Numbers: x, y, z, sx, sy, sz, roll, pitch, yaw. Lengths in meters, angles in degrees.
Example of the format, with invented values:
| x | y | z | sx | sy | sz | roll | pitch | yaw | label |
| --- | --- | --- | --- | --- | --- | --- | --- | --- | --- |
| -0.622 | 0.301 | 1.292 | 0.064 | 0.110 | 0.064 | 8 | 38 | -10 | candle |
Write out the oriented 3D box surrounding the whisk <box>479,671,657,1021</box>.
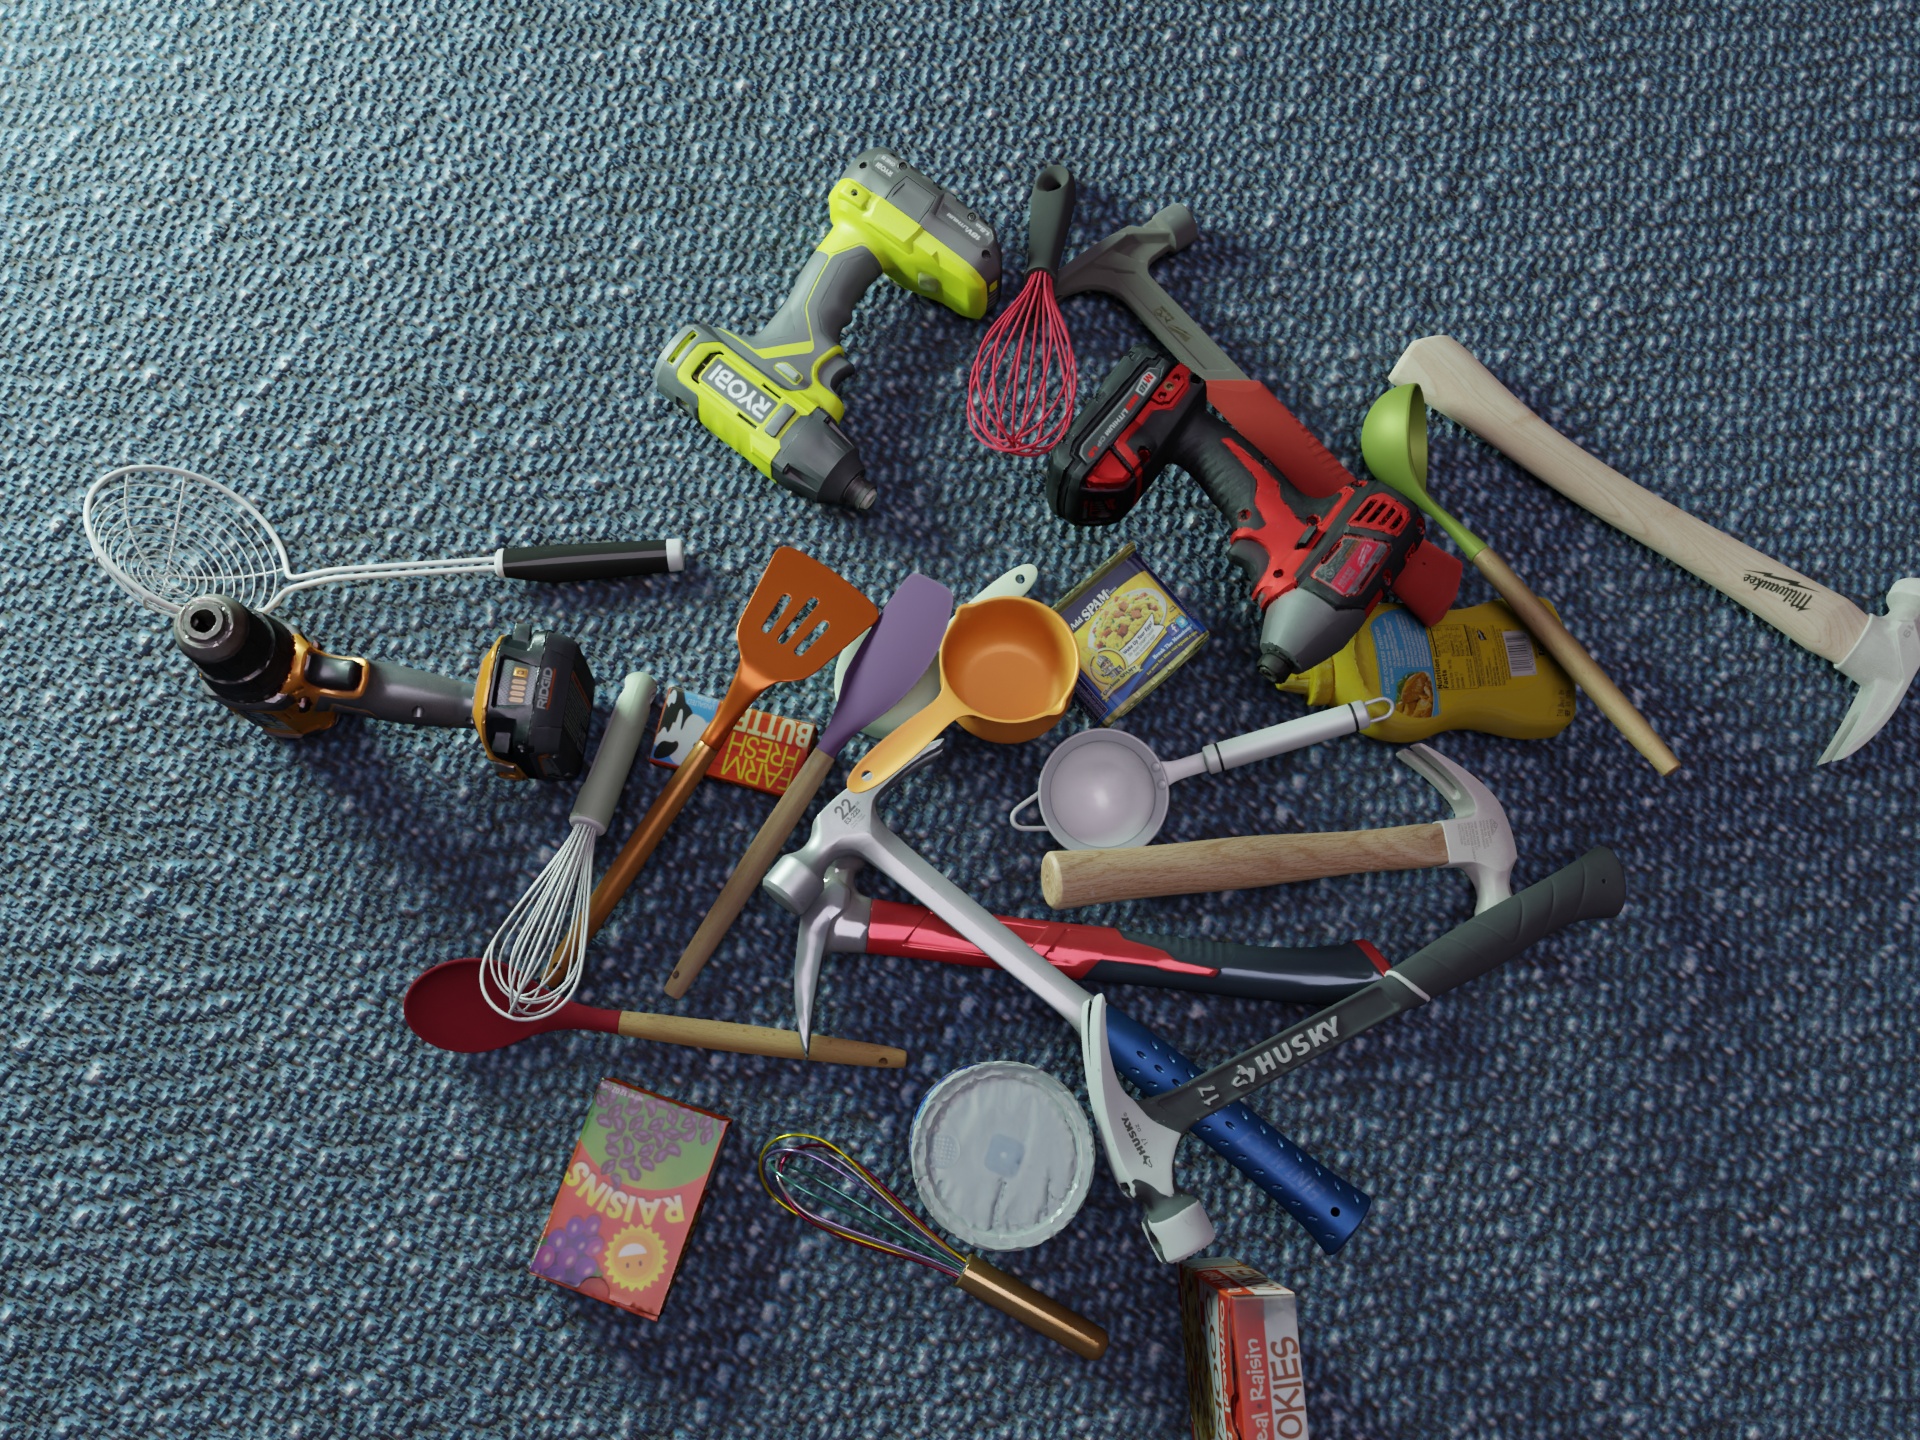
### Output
| x | y | z | sx | sy | sz | roll | pitch | yaw | label |
| --- | --- | --- | --- | --- | --- | --- | --- | --- | --- |
| -0.239 | 0.073 | 1.005 | 0.059 | 0.057 | 0.246 | 16 | 61 | -3 | whisk |

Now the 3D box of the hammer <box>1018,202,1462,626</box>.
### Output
| x | y | z | sx | sy | sz | roll | pitch | yaw | label |
| --- | --- | --- | --- | --- | --- | --- | --- | --- | --- |
| 0.201 | -0.199 | 1.087 | 0.149 | 0.036 | 0.359 | -36 | 73 | -10 | hammer |

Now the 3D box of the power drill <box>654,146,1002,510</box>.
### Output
| x | y | z | sx | sy | sz | roll | pitch | yaw | label |
| --- | --- | --- | --- | --- | --- | --- | --- | --- | --- |
| -0.077 | -0.264 | 1.096 | 0.171 | 0.080 | 0.223 | 38 | 82 | 6 | power drill |

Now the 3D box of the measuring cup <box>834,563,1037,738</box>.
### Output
| x | y | z | sx | sy | sz | roll | pitch | yaw | label |
| --- | --- | --- | --- | --- | --- | --- | --- | --- | --- |
| -0.012 | -0.056 | 1.069 | 0.167 | 0.038 | 0.083 | -39 | 82 | -8 | measuring cup |

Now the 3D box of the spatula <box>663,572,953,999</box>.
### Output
| x | y | z | sx | sy | sz | roll | pitch | yaw | label |
| --- | --- | --- | --- | --- | --- | --- | --- | --- | --- |
| -0.099 | 0.044 | 1.022 | 0.060 | 0.018 | 0.316 | 32 | 88 | 38 | spatula |

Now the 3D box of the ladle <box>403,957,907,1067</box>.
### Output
| x | y | z | sx | sy | sz | roll | pitch | yaw | label |
| --- | --- | --- | --- | --- | --- | --- | --- | --- | --- |
| -0.190 | 0.195 | 1.010 | 0.315 | 0.031 | 0.069 | 8 | 112 | -4 | ladle |

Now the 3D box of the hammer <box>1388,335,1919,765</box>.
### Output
| x | y | z | sx | sy | sz | roll | pitch | yaw | label |
| --- | --- | --- | --- | --- | --- | --- | --- | --- | --- |
| 0.477 | -0.134 | 1.112 | 0.410 | 0.038 | 0.146 | 34 | 80 | 5 | hammer |

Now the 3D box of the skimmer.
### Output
| x | y | z | sx | sy | sz | roll | pitch | yaw | label |
| --- | --- | --- | --- | --- | --- | --- | --- | --- | --- |
| -0.368 | -0.121 | 1.041 | 0.363 | 0.090 | 0.127 | -4 | 47 | -6 | skimmer |

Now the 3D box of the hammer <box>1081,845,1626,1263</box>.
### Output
| x | y | z | sx | sy | sz | roll | pitch | yaw | label |
| --- | --- | --- | --- | --- | --- | --- | --- | --- | --- |
| 0.254 | 0.166 | 0.969 | 0.409 | 0.036 | 0.149 | -22 | 78 | -23 | hammer |

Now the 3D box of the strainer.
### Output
| x | y | z | sx | sy | sz | roll | pitch | yaw | label |
| --- | --- | --- | --- | --- | --- | --- | --- | --- | --- |
| 0.158 | 0.029 | 1.040 | 0.258 | 0.050 | 0.087 | -17 | 88 | 5 | strainer |

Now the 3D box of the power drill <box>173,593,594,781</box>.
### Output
| x | y | z | sx | sy | sz | roll | pitch | yaw | label |
| --- | --- | --- | --- | --- | --- | --- | --- | --- | --- |
| -0.351 | -0.025 | 0.975 | 0.226 | 0.185 | 0.084 | 8 | 76 | -4 | power drill |

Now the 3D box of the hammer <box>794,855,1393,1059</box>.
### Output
| x | y | z | sx | sy | sz | roll | pitch | yaw | label |
| --- | --- | --- | --- | --- | --- | --- | --- | --- | --- |
| 0.088 | 0.165 | 1.019 | 0.386 | 0.038 | 0.143 | 7 | 69 | -2 | hammer |

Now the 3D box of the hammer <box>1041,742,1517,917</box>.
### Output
| x | y | z | sx | sy | sz | roll | pitch | yaw | label |
| --- | --- | --- | --- | --- | --- | --- | --- | --- | --- |
| 0.208 | 0.085 | 1.014 | 0.331 | 0.031 | 0.130 | -3 | 75 | -19 | hammer |

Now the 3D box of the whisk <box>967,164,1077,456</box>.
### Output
| x | y | z | sx | sy | sz | roll | pitch | yaw | label |
| --- | --- | --- | --- | --- | --- | --- | --- | --- | --- |
| 0.051 | -0.285 | 1.072 | 0.073 | 0.073 | 0.296 | 10 | 53 | -1 | whisk |

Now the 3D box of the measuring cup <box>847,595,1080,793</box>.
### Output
| x | y | z | sx | sy | sz | roll | pitch | yaw | label |
| --- | --- | --- | --- | --- | --- | --- | --- | --- | --- |
| -0.002 | -0.003 | 0.997 | 0.173 | 0.052 | 0.095 | -39 | 73 | -14 | measuring cup |

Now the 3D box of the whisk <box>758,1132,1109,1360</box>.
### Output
| x | y | z | sx | sy | sz | roll | pitch | yaw | label |
| --- | --- | --- | --- | --- | --- | --- | --- | --- | --- |
| -0.016 | 0.327 | 0.985 | 0.245 | 0.051 | 0.047 | 29 | 72 | 1 | whisk |

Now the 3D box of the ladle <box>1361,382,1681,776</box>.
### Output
| x | y | z | sx | sy | sz | roll | pitch | yaw | label |
| --- | --- | --- | --- | --- | --- | --- | --- | --- | --- |
| 0.369 | -0.098 | 1.045 | 0.062 | 0.078 | 0.320 | -39 | 65 | 12 | ladle |

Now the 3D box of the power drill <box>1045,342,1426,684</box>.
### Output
| x | y | z | sx | sy | sz | roll | pitch | yaw | label |
| --- | --- | --- | --- | --- | --- | --- | --- | --- | --- |
| 0.168 | -0.127 | 1.012 | 0.220 | 0.078 | 0.143 | 35 | 78 | 11 | power drill |

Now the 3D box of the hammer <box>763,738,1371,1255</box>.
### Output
| x | y | z | sx | sy | sz | roll | pitch | yaw | label |
| --- | --- | --- | --- | --- | --- | --- | --- | --- | --- |
| 0.078 | 0.173 | 0.976 | 0.405 | 0.035 | 0.144 | 38 | 72 | 8 | hammer |

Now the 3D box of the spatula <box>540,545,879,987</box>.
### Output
| x | y | z | sx | sy | sz | roll | pitch | yaw | label |
| --- | --- | --- | --- | --- | --- | --- | --- | --- | --- |
| -0.173 | 0.036 | 1.027 | 0.081 | 0.041 | 0.322 | 35 | 91 | 2 | spatula |
